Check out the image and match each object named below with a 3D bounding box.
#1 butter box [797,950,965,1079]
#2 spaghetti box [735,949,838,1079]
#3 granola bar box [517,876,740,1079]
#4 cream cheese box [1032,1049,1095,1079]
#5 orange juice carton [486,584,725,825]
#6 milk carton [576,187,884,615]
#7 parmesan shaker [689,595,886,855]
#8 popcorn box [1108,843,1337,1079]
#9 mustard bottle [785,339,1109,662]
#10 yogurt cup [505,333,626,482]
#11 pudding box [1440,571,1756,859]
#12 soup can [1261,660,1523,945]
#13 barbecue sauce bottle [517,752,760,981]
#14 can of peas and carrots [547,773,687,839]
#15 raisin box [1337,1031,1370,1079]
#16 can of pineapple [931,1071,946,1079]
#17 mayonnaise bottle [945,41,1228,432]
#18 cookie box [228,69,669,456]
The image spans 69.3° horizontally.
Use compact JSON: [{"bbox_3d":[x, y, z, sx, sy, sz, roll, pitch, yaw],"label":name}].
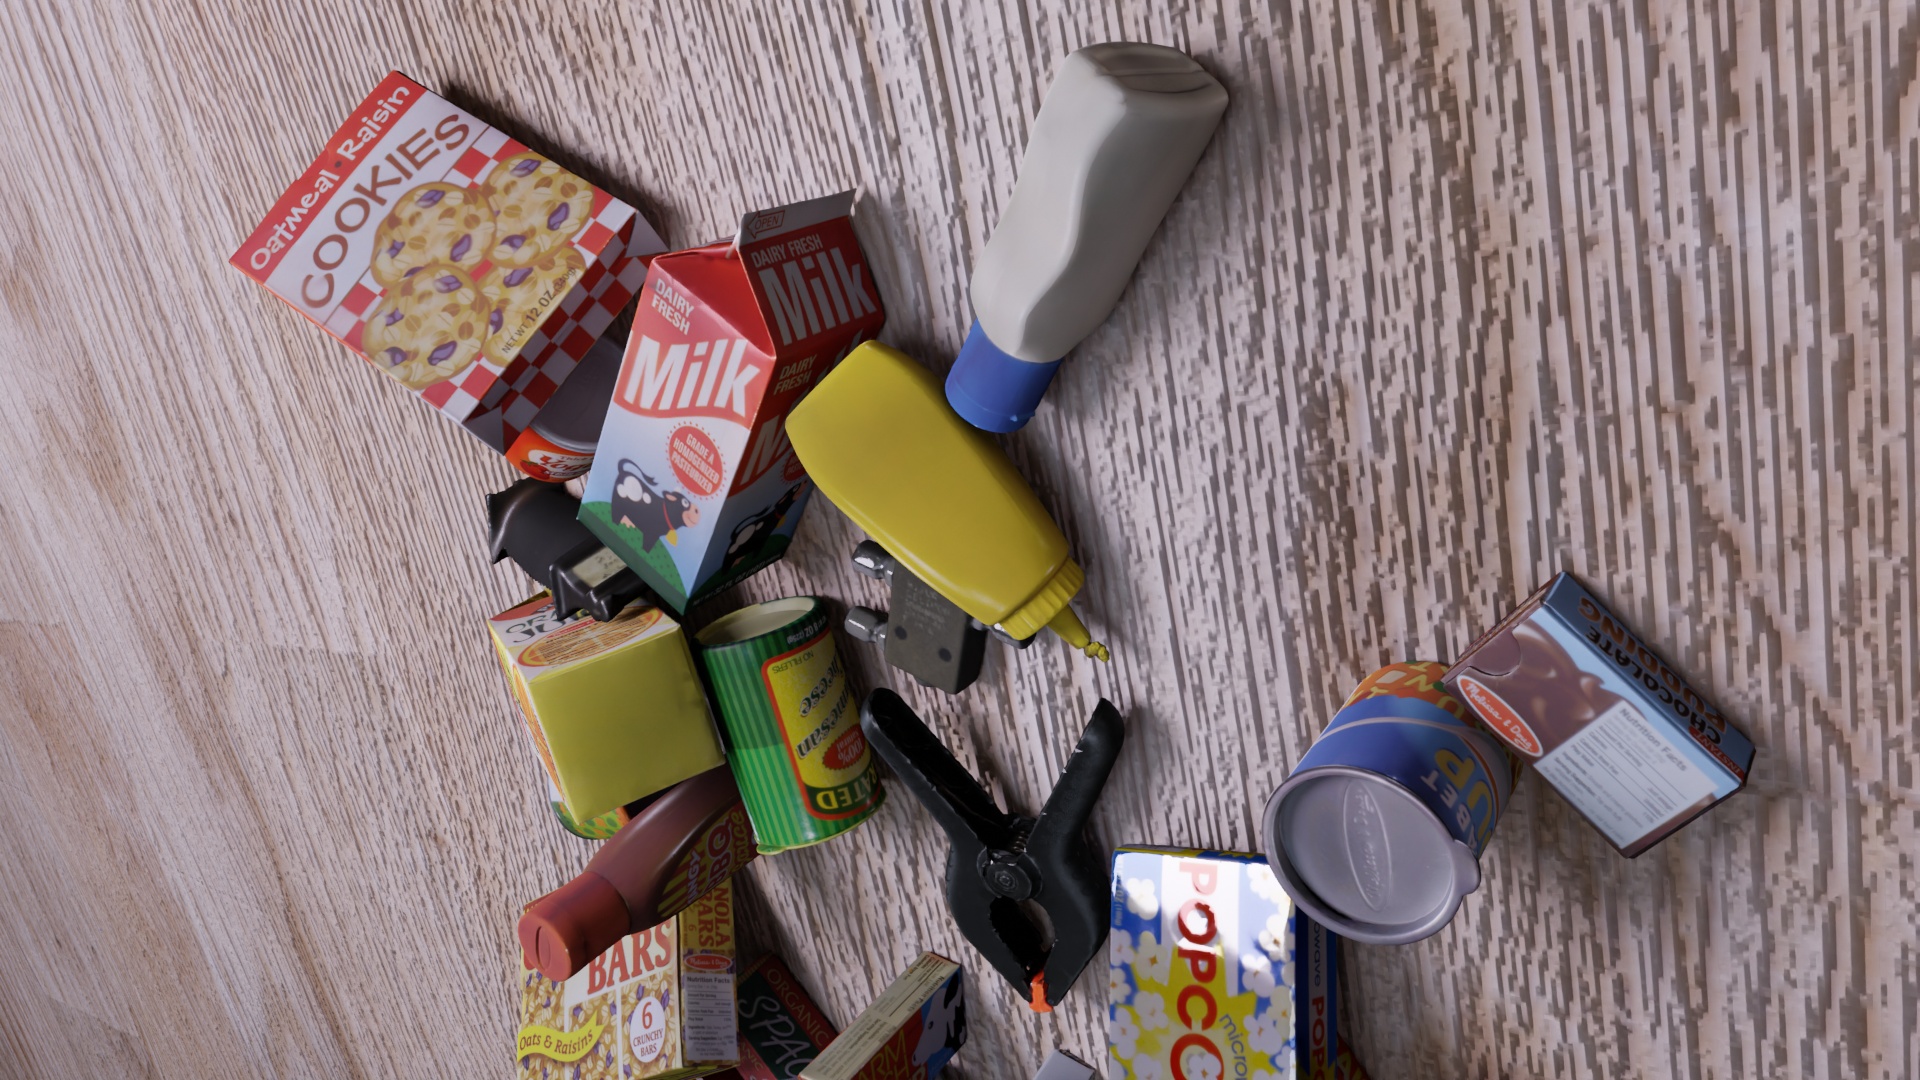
[{"bbox_3d":[-0.036,0.253,0.679,0.024,0.104,0.053,11,118,33],"label":"butter box"},{"bbox_3d":[-0.049,0.341,0.764,0.250,0.050,0.028,50,129,7],"label":"spaghetti box"},{"bbox_3d":[-0.191,0.247,0.783,0.165,0.039,0.125,-30,55,36],"label":"granola bar box"},{"bbox_3d":[0.028,0.294,0.651,0.024,0.104,0.053,22,123,22],"label":"cream cheese box"},{"bbox_3d":[-0.187,0.069,0.699,0.193,0.073,0.071,17,124,63],"label":"orange juice carton"},{"bbox_3d":[-0.097,-0.066,0.598,0.073,0.073,0.189,40,128,15],"label":"milk carton"},{"bbox_3d":[-0.083,0.086,0.658,0.071,0.071,0.103,-6,106,38],"label":"parmesan shaker"},{"bbox_3d":[0.104,0.188,0.555,0.085,0.038,0.127,-5,79,38],"label":"popcorn box"},{"bbox_3d":[0.002,-0.007,0.561,0.065,0.049,0.160,-43,95,8],"label":"mustard bottle"},{"bbox_3d":[-0.193,-0.064,0.677,0.072,0.073,0.053,56,139,2],"label":"yogurt cup"},{"bbox_3d":[0.209,0.057,0.458,0.084,0.030,0.049,45,131,11],"label":"pudding box"},{"bbox_3d":[0.153,0.088,0.477,0.071,0.084,0.071,16,119,30],"label":"soup can"},{"bbox_3d":[-0.150,0.161,0.690,0.044,0.149,0.064,25,123,26],"label":"barbecue sauce bottle"},{"bbox_3d":[-0.177,0.130,0.754,0.058,0.071,0.070,-8,105,38],"label":"can of peas and carrots"},{"bbox_3d":[0.150,0.270,0.593,0.085,0.040,0.123,-36,87,42],"label":"raisin box"},{"bbox_3d":[-0.026,0.316,0.726,0.070,0.071,0.058,-31,91,41],"label":"can of pineapple"},{"bbox_3d":[0.036,-0.102,0.493,0.041,0.065,0.147,51,136,23],"label":"mayonnaise bottle"},{"bbox_3d":[-0.239,-0.133,0.645,0.168,0.123,0.040,32,170,21],"label":"cookie box"}]
